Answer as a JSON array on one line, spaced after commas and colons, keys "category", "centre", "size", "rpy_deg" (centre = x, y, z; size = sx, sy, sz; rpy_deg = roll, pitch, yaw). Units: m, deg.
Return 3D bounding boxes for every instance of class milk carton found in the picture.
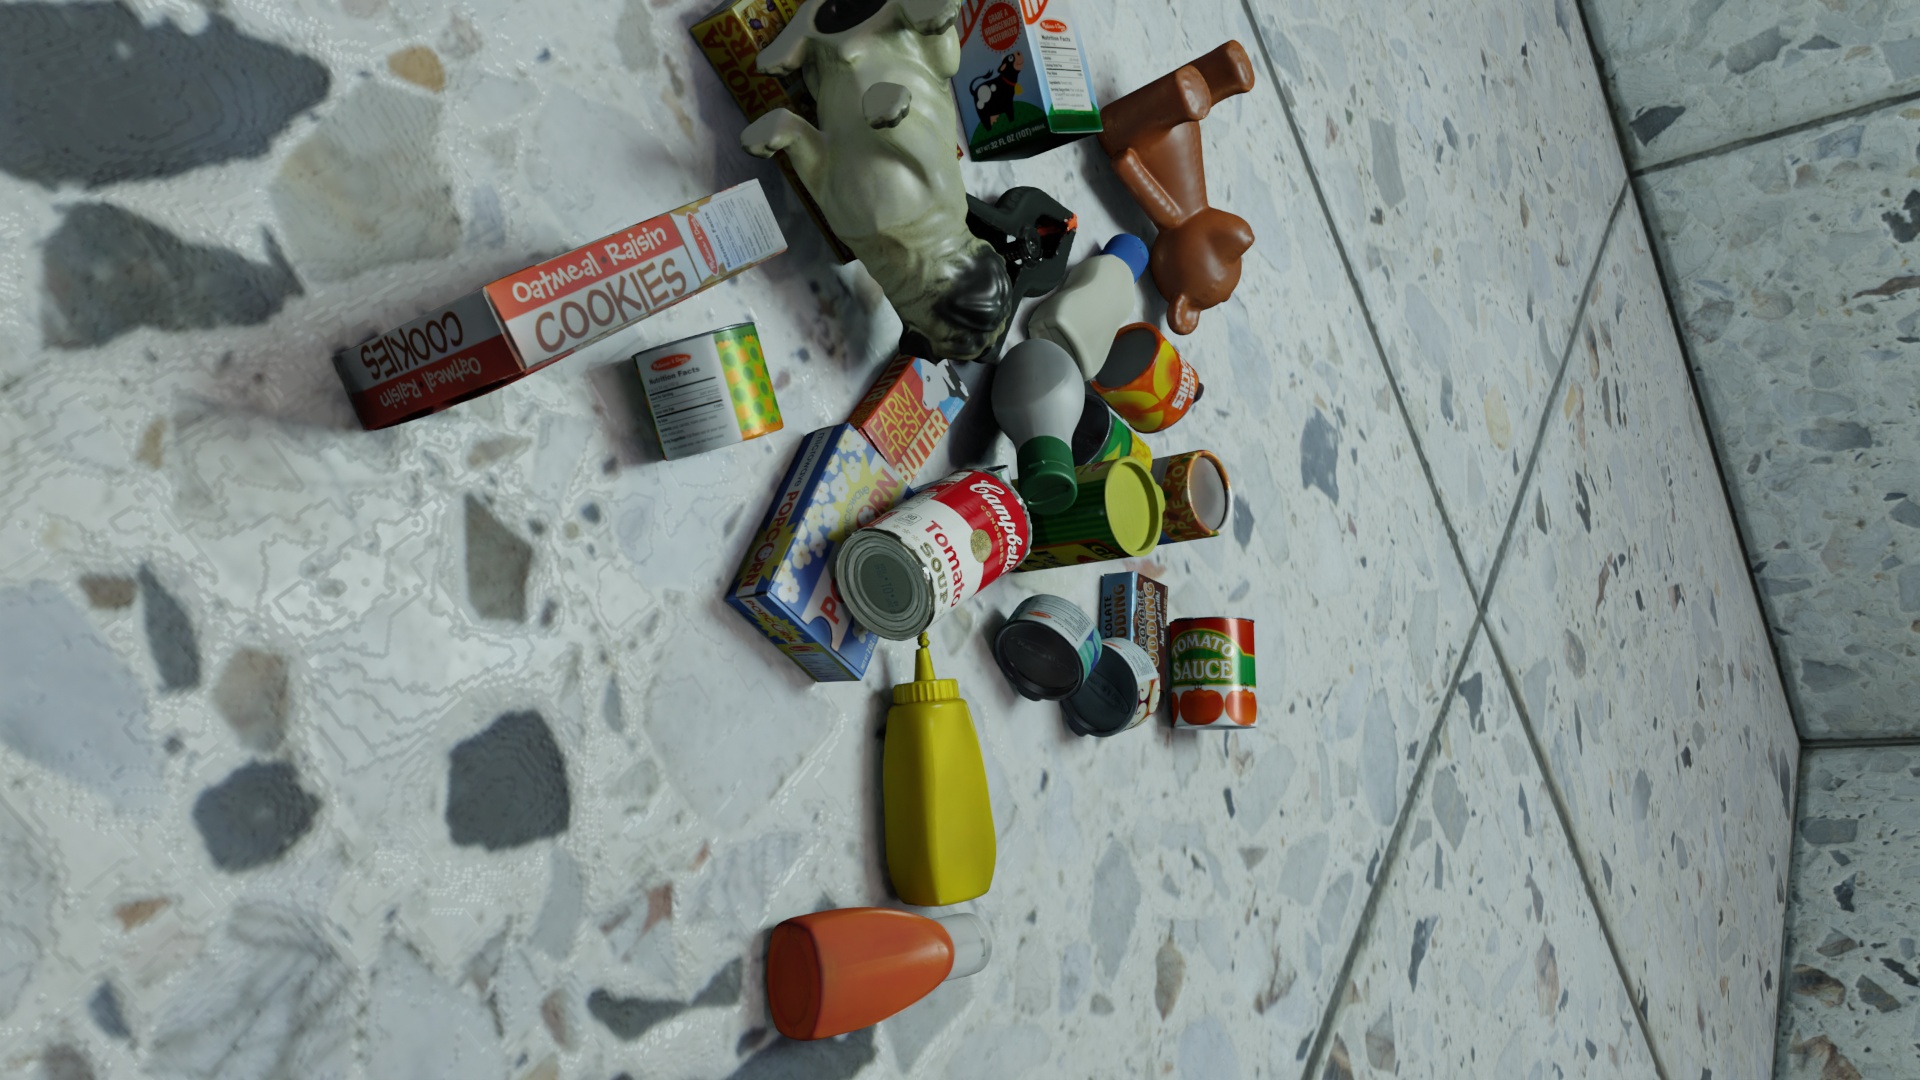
[{"category": "milk carton", "centre": [0.033, -0.373, 0.985], "size": [0.074, 0.072, 0.190], "rpy_deg": [-21, 99, -50]}]

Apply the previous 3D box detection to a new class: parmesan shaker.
[{"category": "parmesan shaker", "centre": [0.076, -0.016, 0.932], "size": [0.071, 0.103, 0.071], "rpy_deg": [13, 72, -48]}]

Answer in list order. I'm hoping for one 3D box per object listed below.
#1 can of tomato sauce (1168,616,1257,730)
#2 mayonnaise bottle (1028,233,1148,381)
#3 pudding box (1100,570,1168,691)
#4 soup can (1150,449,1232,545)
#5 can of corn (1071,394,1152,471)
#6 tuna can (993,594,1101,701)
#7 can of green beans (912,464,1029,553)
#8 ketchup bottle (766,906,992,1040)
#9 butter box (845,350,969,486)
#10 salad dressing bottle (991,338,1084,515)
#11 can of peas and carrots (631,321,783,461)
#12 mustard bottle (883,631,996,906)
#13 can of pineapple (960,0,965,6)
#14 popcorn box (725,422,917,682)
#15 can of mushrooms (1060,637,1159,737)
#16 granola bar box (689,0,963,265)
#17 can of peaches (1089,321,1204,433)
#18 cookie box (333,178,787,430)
[{"category": "can of tomato sauce", "centre": [0.196, 0.104, 1.078], "size": [0.071, 0.071, 0.083], "rpy_deg": [13, 73, -48]}, {"category": "mayonnaise bottle", "centre": [0.102, -0.181, 1.050], "size": [0.064, 0.041, 0.149], "rpy_deg": [59, 42, -26]}, {"category": "pudding box", "centre": [0.128, 0.068, 1.034], "size": [0.049, 0.030, 0.084], "rpy_deg": [24, 64, -44]}, {"category": "soup can", "centre": [0.150, -0.031, 1.040], "size": [0.071, 0.083, 0.071], "rpy_deg": [14, 71, -48]}, {"category": "can of corn", "centre": [0.094, -0.060, 0.994], "size": [0.058, 0.071, 0.071], "rpy_deg": [36, 56, -41]}, {"category": "tuna can", "centre": [0.058, 0.073, 0.922], "size": [0.033, 0.071, 0.071], "rpy_deg": [-48, 119, -45]}, {"category": "can of green beans", "centre": [0.005, -0.012, 0.875], "size": [0.071, 0.071, 0.057], "rpy_deg": [-23, 100, -50]}, {"category": "ketchup bottle", "centre": [-0.041, 0.237, 0.782], "size": [0.149, 0.043, 0.065], "rpy_deg": [8, 77, -49]}, {"category": "butter box", "centre": [-0.034, -0.080, 0.876], "size": [0.053, 0.024, 0.104], "rpy_deg": [56, 45, -27]}, {"category": "salad dressing bottle", "centre": [0.053, -0.077, 0.921], "size": [0.148, 0.064, 0.043], "rpy_deg": [-91, 155, -50]}, {"category": "can of peas and carrots", "centre": [-0.130, -0.078, 0.728], "size": [0.071, 0.071, 0.058], "rpy_deg": [-25, 102, -50]}, {"category": "mustard bottle", "centre": [-0.016, 0.134, 0.831], "size": [0.065, 0.048, 0.160], "rpy_deg": [4, 79, -50]}, {"category": "can of pineapple", "centre": [-0.034, -0.372, 0.910], "size": [0.058, 0.071, 0.071], "rpy_deg": [-24, 101, -50]}, {"category": "popcorn box", "centre": [-0.073, 0.007, 0.800], "size": [0.085, 0.038, 0.127], "rpy_deg": [48, 49, -34]}, {"category": "can of mushrooms", "centre": [0.102, 0.104, 0.969], "size": [0.033, 0.071, 0.071], "rpy_deg": [-8, 88, -52]}, {"category": "granola bar box", "centre": [-0.075, -0.274, 0.858], "size": [0.165, 0.039, 0.125], "rpy_deg": [56, 45, -26]}, {"category": "can of peaches", "centre": [0.141, -0.125, 1.061], "size": [0.058, 0.071, 0.071], "rpy_deg": [39, 54, -37]}, {"category": "cookie box", "centre": [-0.178, -0.107, 0.631], "size": [0.168, 0.122, 0.040], "rpy_deg": [-40, 112, -47]}]
